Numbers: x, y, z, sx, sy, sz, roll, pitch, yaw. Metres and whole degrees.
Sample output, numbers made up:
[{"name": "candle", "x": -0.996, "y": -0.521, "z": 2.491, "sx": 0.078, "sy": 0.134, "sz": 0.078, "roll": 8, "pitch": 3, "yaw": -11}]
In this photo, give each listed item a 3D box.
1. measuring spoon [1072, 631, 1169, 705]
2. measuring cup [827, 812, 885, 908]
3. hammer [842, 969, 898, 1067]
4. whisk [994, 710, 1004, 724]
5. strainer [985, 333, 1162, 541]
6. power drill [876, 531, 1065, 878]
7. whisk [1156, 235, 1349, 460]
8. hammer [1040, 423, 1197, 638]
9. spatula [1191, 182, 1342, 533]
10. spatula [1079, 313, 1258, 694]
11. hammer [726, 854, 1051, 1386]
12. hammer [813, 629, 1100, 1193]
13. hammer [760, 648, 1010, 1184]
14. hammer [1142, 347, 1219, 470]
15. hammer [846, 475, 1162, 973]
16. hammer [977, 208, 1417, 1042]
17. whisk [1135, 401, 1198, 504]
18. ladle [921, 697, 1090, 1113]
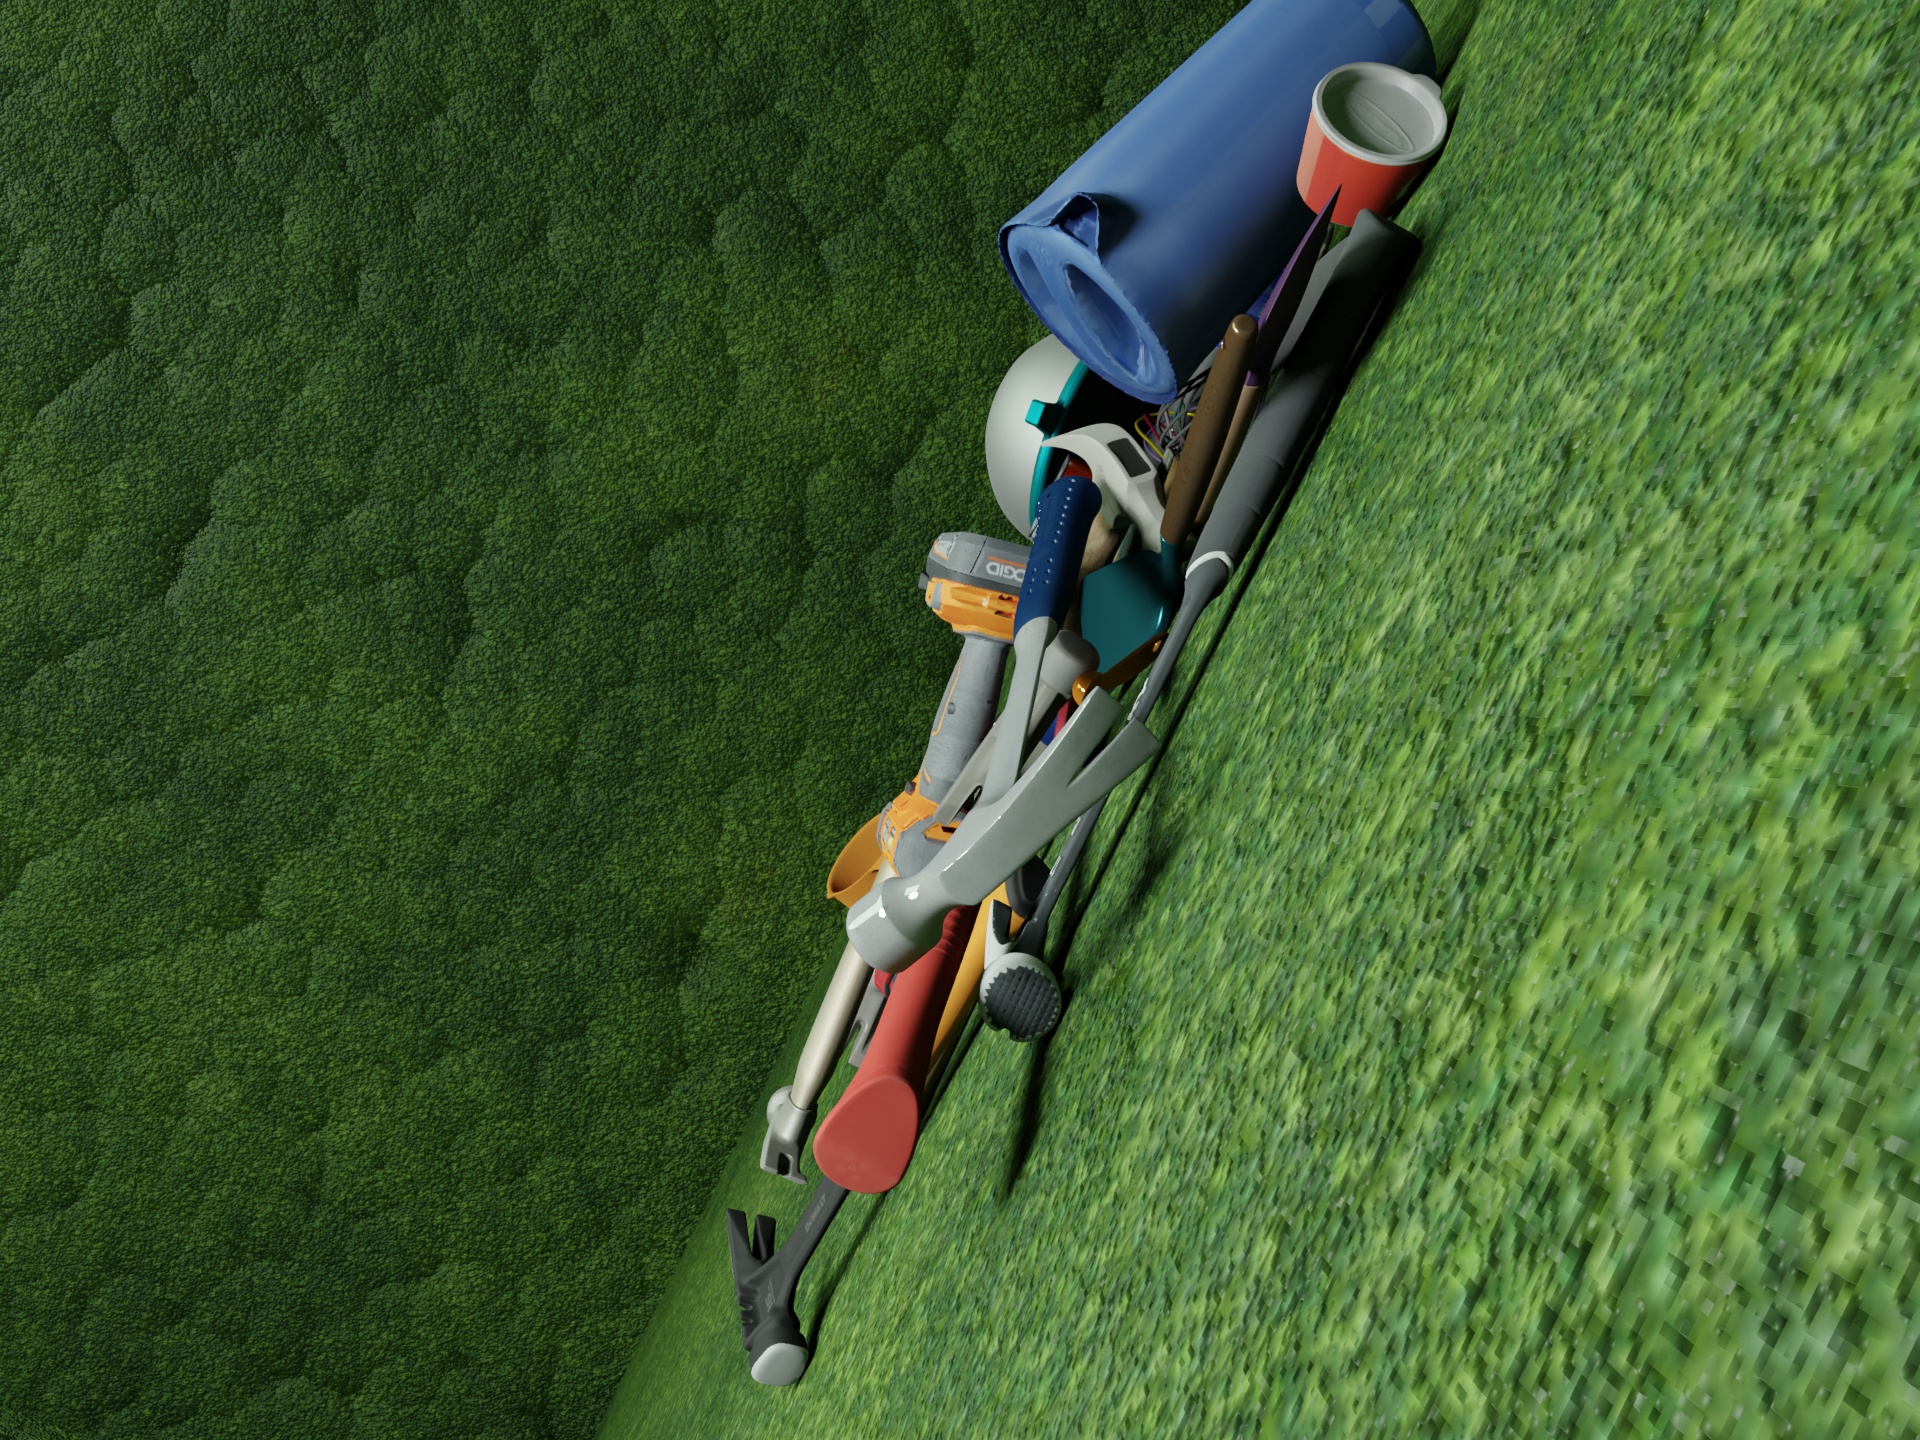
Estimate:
[{"name": "measuring spoon", "x": 0.084, "y": -0.030, "z": 0.826, "sx": 0.117, "sy": 0.011, "sz": 0.021, "roll": -30, "pitch": -34, "yaw": -58}, {"name": "measuring cup", "x": -0.047, "y": 0.126, "z": 1.283, "sx": 0.095, "sy": 0.052, "sz": 0.174, "roll": -53, "pitch": 21, "yaw": -12}, {"name": "hammer", "x": -0.051, "y": 0.213, "z": 1.214, "sx": 0.386, "sy": 0.038, "sz": 0.143, "roll": 136, "pitch": 158, "yaw": -81}, {"name": "whisk", "x": 0.062, "y": -0.007, "z": 1.096, "sx": 0.246, "sy": 0.057, "sz": 0.059, "roll": 130, "pitch": 124, "yaw": -63}, {"name": "strainer", "x": 0.116, "y": -0.279, "z": 1.308, "sx": 0.340, "sy": 0.095, "sz": 0.210, "roll": -51, "pitch": -27, "yaw": -31}, {"name": "power drill", "x": -0.002, "y": -0.003, "z": 1.028, "sx": 0.164, "sy": 0.084, "sz": 0.226, "roll": -149, "pitch": 72, "yaw": -79}, {"name": "whisk", "x": 0.168, "y": -0.197, "z": 0.871, "sx": 0.055, "sy": 0.055, "sz": 0.239, "roll": -65, "pitch": 8, "yaw": -21}, {"name": "hammer", "x": 0.076, "y": -0.079, "z": 1.082, "sx": 0.031, "sy": 0.130, "sz": 0.331, "roll": -19, "pitch": -23, "yaw": -19}, {"name": "spatula", "x": 0.142, "y": -0.161, "z": 0.804, "sx": 0.060, "sy": 0.018, "sz": 0.315, "roll": -58, "pitch": -7, "yaw": -14}, {"name": "spatula", "x": 0.104, "y": -0.108, "z": 0.822, "sx": 0.317, "sy": 0.044, "sz": 0.082, "roll": 97, "pitch": 169, "yaw": -67}, {"name": "hammer", "x": -0.043, "y": 0.211, "z": 0.902, "sx": 0.336, "sy": 0.034, "sz": 0.127, "roll": -60, "pitch": 26, "yaw": 17}, {"name": "hammer", "x": -0.005, "y": 0.089, "z": 0.752, "sx": 0.149, "sy": 0.036, "sz": 0.359, "roll": -58, "pitch": 4, "yaw": 31}, {"name": "hammer", "x": -0.053, "y": 0.131, "z": 1.149, "sx": 0.146, "sy": 0.038, "sz": 0.410, "roll": -142, "pitch": 74, "yaw": -84}, {"name": "hammer", "x": 0.191, "y": -0.276, "z": 1.212, "sx": 0.330, "sy": 0.033, "sz": 0.128, "roll": -62, "pitch": 2, "yaw": 31}, {"name": "hammer", "x": 0.040, "y": -0.039, "z": 0.774, "sx": 0.144, "sy": 0.035, "sz": 0.406, "roll": -41, "pitch": 15, "yaw": 25}, {"name": "hammer", "x": 0.108, "y": -0.050, "z": 0.742, "sx": 0.409, "sy": 0.036, "sz": 0.149, "roll": -63, "pitch": 2, "yaw": 2}, {"name": "whisk", "x": 0.145, "y": -0.175, "z": 1.082, "sx": 0.051, "sy": 0.047, "sz": 0.245, "roll": -61, "pitch": 7, "yaw": 25}, {"name": "ladle", "x": 0.013, "y": 0.128, "z": 0.935, "sx": 0.069, "sy": 0.031, "sz": 0.315, "roll": 94, "pitch": -160, "yaw": -85}]
